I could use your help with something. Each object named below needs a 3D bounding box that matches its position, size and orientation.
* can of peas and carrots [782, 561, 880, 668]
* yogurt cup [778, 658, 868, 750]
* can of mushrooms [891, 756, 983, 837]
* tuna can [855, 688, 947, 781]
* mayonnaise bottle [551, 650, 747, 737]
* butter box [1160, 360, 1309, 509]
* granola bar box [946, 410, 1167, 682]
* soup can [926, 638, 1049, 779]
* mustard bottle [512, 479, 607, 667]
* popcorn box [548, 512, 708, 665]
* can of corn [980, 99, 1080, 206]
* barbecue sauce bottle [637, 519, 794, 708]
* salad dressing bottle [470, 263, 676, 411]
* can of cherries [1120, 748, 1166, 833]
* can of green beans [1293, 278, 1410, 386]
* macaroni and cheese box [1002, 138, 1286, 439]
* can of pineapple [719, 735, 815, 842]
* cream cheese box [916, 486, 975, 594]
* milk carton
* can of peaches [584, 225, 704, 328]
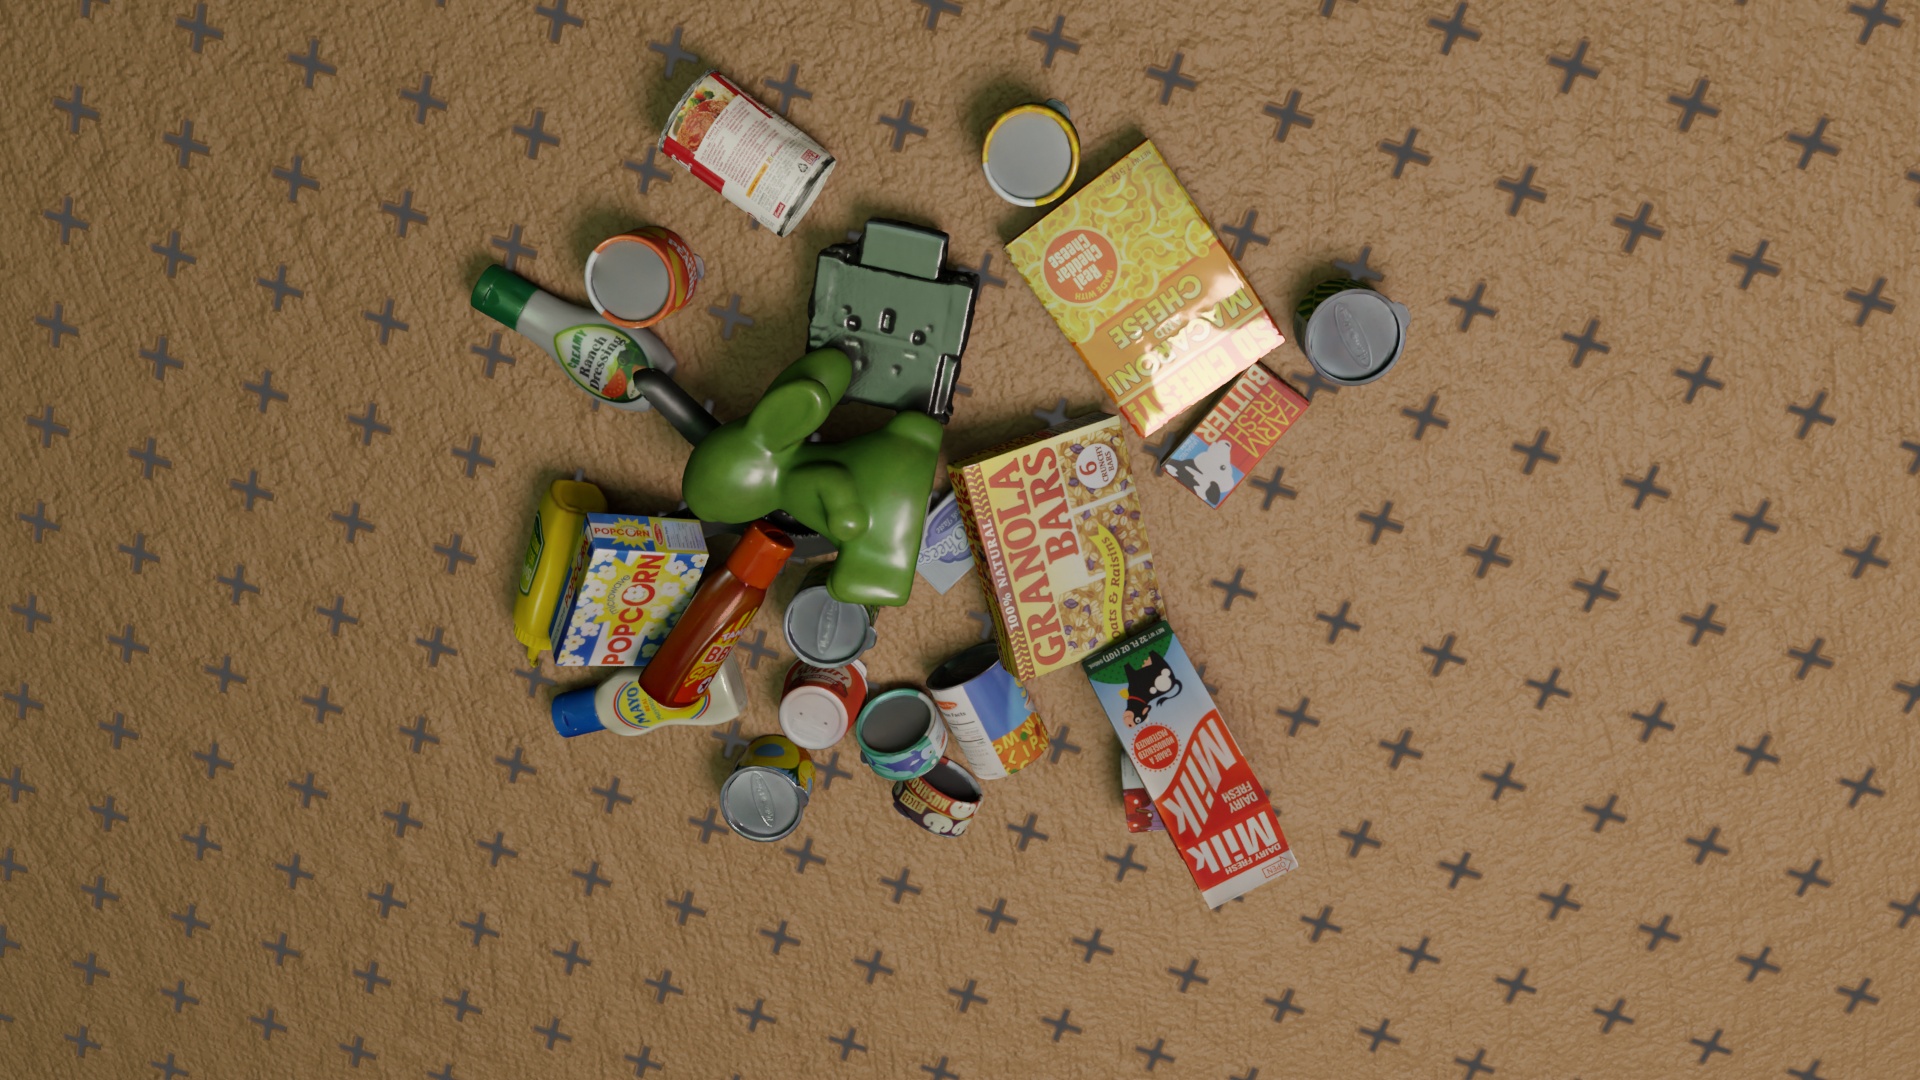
[{"bbox_3d":[-0.094,0.056,1.050,0.071,0.059,0.070,1,108,4],"label":"can of peas and carrots"},{"bbox_3d":[-0.109,0.127,1.076,0.072,0.054,0.072,2,108,5],"label":"yogurt cup"},{"bbox_3d":[-0.019,0.197,1.082,0.071,0.071,0.033,30,107,-5],"label":"can of mushrooms"},{"bbox_3d":[-0.048,0.149,1.067,0.071,0.071,0.032,-12,134,9],"label":"tuna can"},{"bbox_3d":[-0.246,0.123,1.094,0.148,0.041,0.064,-14,103,9],"label":"mayonnaise bottle"},{"bbox_3d":[0.196,-0.077,0.999,0.053,0.024,0.103,38,107,-6],"label":"butter box"},{"bbox_3d":[0.071,0.003,1.005,0.124,0.039,0.165,-20,106,-15],"label":"granola bar box"},{"bbox_3d":[0.024,0.128,1.060,0.071,0.071,0.083,-24,105,12],"label":"soup can"},{"bbox_3d":[-0.310,0.033,1.059,0.049,0.065,0.159,10,116,-28],"label":"mustard bottle"},{"bbox_3d":[-0.245,0.039,1.021,0.085,0.038,0.126,4,132,-30],"label":"popcorn box"},{"bbox_3d":[0.049,-0.262,0.935,0.071,0.058,0.071,2,108,5],"label":"can of corn"},{"bbox_3d":[-0.176,0.053,1.018,0.044,0.065,0.148,38,103,12],"label":"barbecue sauce bottle"},{"bbox_3d":[-0.281,-0.148,1.009,0.148,0.044,0.064,29,109,-4],"label":"salad dressing bottle"},{"bbox_3d":[0.155,0.192,1.067,0.058,0.072,0.071,-7,107,8],"label":"can of cherries"},{"bbox_3d":[0.266,-0.144,0.954,0.071,0.058,0.071,2,108,5],"label":"can of green beans"},{"bbox_3d":[0.128,-0.174,0.966,0.123,0.040,0.166,-35,101,14],"label":"macaroni and cheese box"},{"bbox_3d":[-0.150,0.196,1.100,0.071,0.058,0.070,2,108,5],"label":"can of pineapple"},{"bbox_3d":[0.004,-0.013,1.037,0.053,0.024,0.103,44,106,-10],"label":"cream cheese box"},{"bbox_3d":[0.164,0.162,0.997,0.072,0.073,0.191,-27,67,1],"label":"milk carton"},{"bbox_3d":[-0.223,-0.187,0.984,0.071,0.058,0.071,2,108,5],"label":"can of peaches"}]
